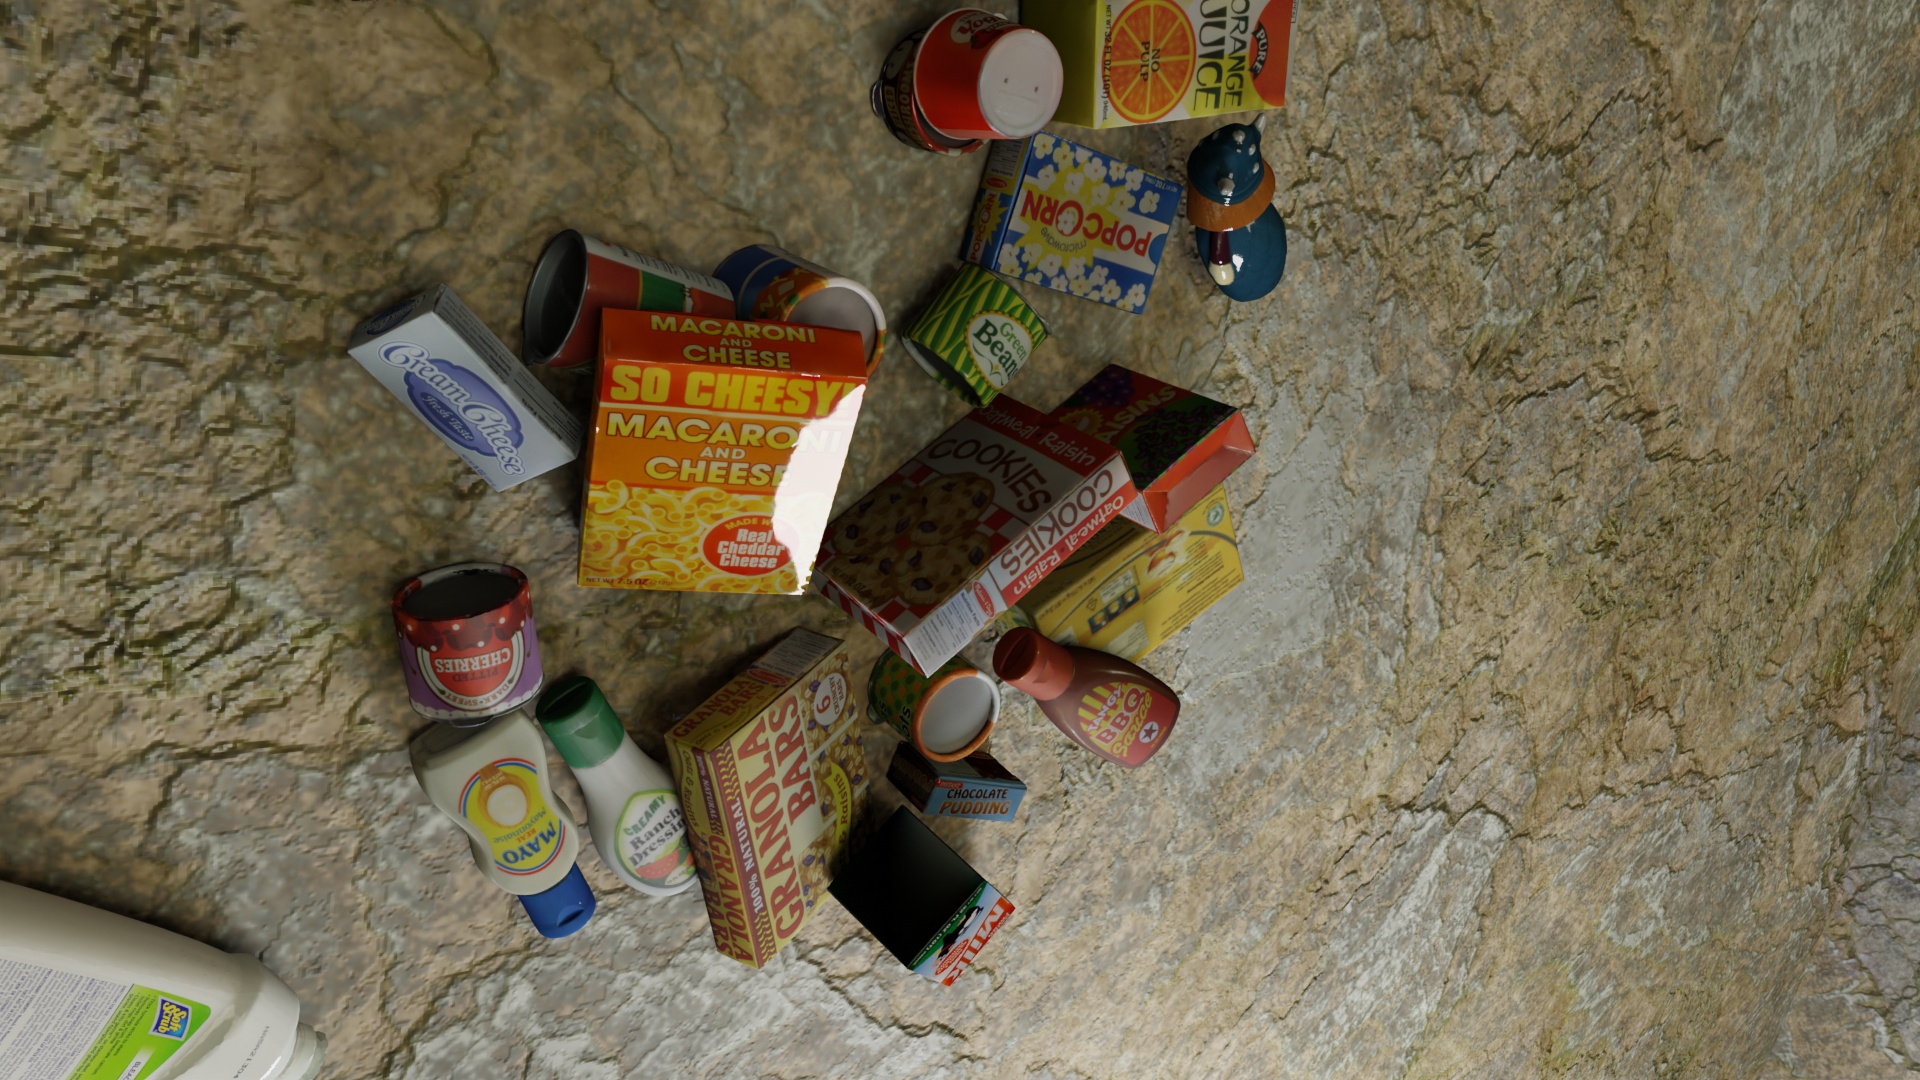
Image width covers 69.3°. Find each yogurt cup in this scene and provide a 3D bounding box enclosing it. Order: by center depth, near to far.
[{"bbox_3d":[0.017,-0.242,0.727,0.072,0.054,0.072,-16,119,-30],"label":"yogurt cup"}]

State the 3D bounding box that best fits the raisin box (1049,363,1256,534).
[{"bbox_3d":[0.111,-0.061,0.878,0.086,0.123,0.040,-40,127,-15],"label":"raisin box"}]

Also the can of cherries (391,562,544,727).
[{"bbox_3d":[-0.246,0.051,0.698,0.072,0.071,0.058,-16,119,-30],"label":"can of cherries"}]

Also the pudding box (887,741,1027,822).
[{"bbox_3d":[-0.002,0.165,0.945,0.084,0.050,0.030,14,103,-40],"label":"pudding box"}]

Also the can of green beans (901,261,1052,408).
[{"bbox_3d":[0.008,-0.119,0.813,0.058,0.071,0.071,-50,130,-7],"label":"can of green beans"}]

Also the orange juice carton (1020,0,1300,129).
[{"bbox_3d":[0.132,-0.292,0.823,0.193,0.073,0.071,-16,119,-31],"label":"orange juice carton"}]

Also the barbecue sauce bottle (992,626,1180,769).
[{"bbox_3d":[0.079,0.097,0.889,0.148,0.044,0.065,32,94,-42],"label":"barbecue sauce bottle"}]

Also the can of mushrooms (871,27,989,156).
[{"bbox_3d":[-0.011,-0.246,0.764,0.071,0.033,0.070,-16,120,-31],"label":"can of mushrooms"}]

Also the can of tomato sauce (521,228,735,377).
[{"bbox_3d":[-0.165,-0.108,0.690,0.083,0.071,0.071,13,102,-40],"label":"can of tomato sauce"}]

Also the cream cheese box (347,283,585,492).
[{"bbox_3d":[-0.234,-0.071,0.666,0.053,0.024,0.103,-21,132,20],"label":"cream cheese box"}]

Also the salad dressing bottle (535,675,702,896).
[{"bbox_3d":[-0.193,0.142,0.796,0.064,0.044,0.147,-38,128,-22],"label":"salad dressing bottle"}]

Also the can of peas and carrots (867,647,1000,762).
[{"bbox_3d":[-0.019,0.103,0.898,0.071,0.059,0.070,-15,118,-31],"label":"can of peas and carrots"}]

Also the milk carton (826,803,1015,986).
[{"bbox_3d":[-0.018,0.242,0.926,0.072,0.073,0.190,-47,158,-10],"label":"milk carton"}]

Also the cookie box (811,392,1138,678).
[{"bbox_3d":[0.003,-0.010,0.821,0.168,0.123,0.040,-40,129,-16],"label":"cookie box"}]

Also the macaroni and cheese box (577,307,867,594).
[{"bbox_3d":[-0.125,-0.040,0.699,0.124,0.040,0.165,3,139,-18],"label":"macaroni and cheese box"}]

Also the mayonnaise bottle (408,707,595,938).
[{"bbox_3d":[-0.244,0.157,0.766,0.065,0.041,0.147,-32,125,-24],"label":"mayonnaise bottle"}]

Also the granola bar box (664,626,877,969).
[{"bbox_3d":[-0.108,0.155,0.840,0.125,0.039,0.164,-39,132,-45],"label":"granola bar box"}]

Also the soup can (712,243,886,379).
[{"bbox_3d":[-0.089,-0.113,0.733,0.071,0.084,0.071,-16,119,-30],"label":"soup can"}]

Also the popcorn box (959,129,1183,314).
[{"bbox_3d":[0.068,-0.194,0.843,0.127,0.038,0.085,8,104,-38],"label":"popcorn box"}]
